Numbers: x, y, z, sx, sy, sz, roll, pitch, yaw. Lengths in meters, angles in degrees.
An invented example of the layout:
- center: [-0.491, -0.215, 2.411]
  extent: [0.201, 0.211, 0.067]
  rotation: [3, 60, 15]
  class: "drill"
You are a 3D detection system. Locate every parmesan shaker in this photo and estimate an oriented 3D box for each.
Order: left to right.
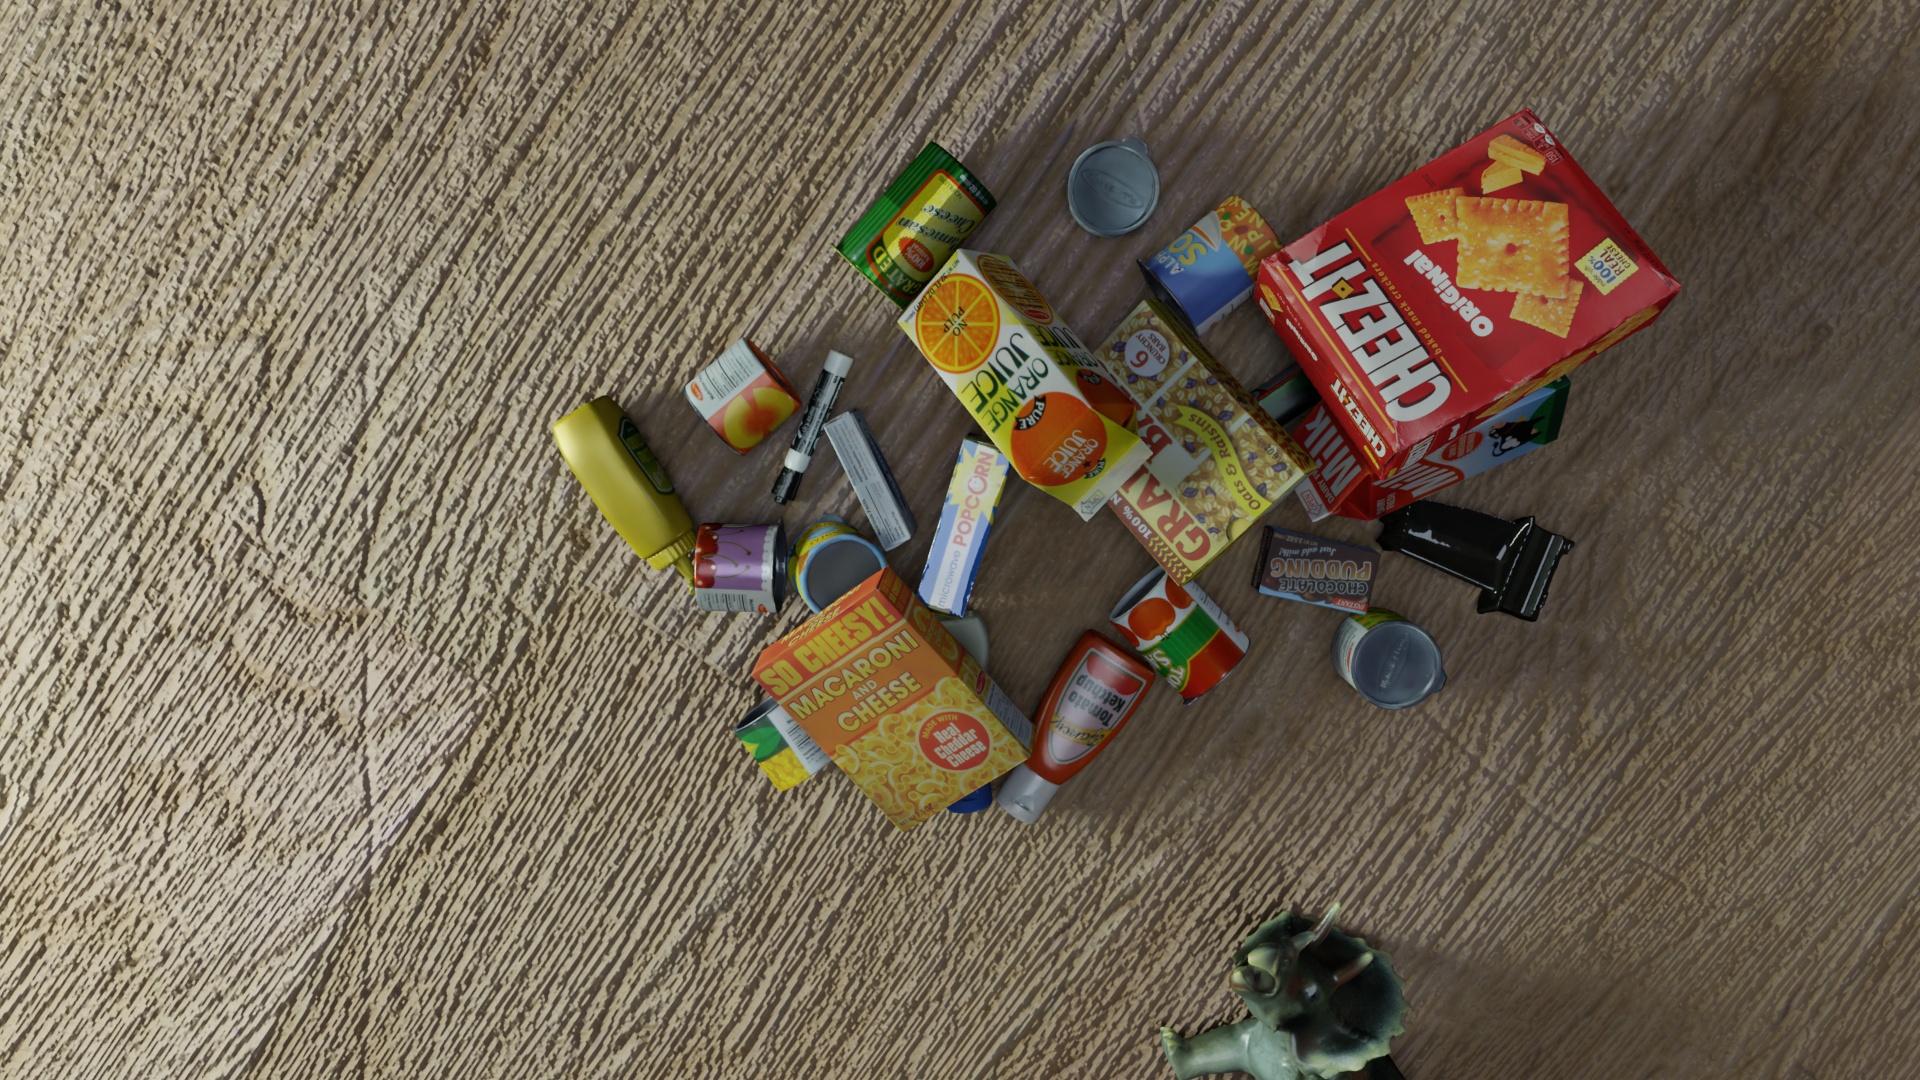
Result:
- center: [-0.033, -0.225, 0.987]
  extent: [0.071, 0.071, 0.103]
  rotation: [42, 96, -4]
  class: "parmesan shaker"

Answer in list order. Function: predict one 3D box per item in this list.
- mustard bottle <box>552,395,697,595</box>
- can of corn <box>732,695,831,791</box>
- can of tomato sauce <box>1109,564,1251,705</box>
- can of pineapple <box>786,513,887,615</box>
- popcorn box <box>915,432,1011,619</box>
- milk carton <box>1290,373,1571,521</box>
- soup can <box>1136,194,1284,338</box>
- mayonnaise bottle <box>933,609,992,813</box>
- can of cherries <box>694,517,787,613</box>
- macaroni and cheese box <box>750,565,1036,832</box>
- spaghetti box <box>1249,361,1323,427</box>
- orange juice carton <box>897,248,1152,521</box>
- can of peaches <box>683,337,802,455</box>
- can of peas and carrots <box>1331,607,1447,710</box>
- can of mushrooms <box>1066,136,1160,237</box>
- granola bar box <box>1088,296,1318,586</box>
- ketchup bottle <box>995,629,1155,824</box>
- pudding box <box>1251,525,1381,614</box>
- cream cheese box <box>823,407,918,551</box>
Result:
- center: [-0.234, -0.029, 1.018]
  extent: [0.049, 0.065, 0.160]
  rotation: [-31, 102, 10]
  class: "mustard bottle"
- center: [-0.127, 0.145, 1.036]
  extent: [0.071, 0.071, 0.058]
  rotation: [-35, 96, 5]
  class: "can of corn"
- center: [0.160, 0.067, 1.022]
  extent: [0.071, 0.071, 0.083]
  rotation: [-44, 94, 5]
  class: "can of tomato sauce"
- center: [-0.091, 0.021, 1.014]
  extent: [0.071, 0.058, 0.071]
  rotation: [-3, 101, -17]
  class: "can of pineapple"
- center: [0.004, -0.013, 1.004]
  extent: [0.038, 0.085, 0.126]
  rotation: [17, 97, 0]
  class: "popcorn box"
- center: [0.322, -0.078, 0.985]
  extent: [0.190, 0.073, 0.072]
  rotation: [-23, 58, 2]
  class: "milk carton"
- center: [0.180, -0.197, 0.990]
  extent: [0.084, 0.071, 0.071]
  rotation: [-38, 95, 4]
  class: "soup can"
- center: [-0.003, 0.129, 1.043]
  extent: [0.065, 0.041, 0.148]
  rotation: [-8, 97, 3]
  class: "mayonnaise bottle"
- center: [-0.161, 0.017, 1.021]
  extent: [0.058, 0.071, 0.071]
  rotation: [1, 97, 1]
  class: "can of cherries"
- center: [-0.047, 0.114, 0.985]
  extent: [0.123, 0.040, 0.166]
  rotation: [-35, 106, 22]
  class: "macaroni and cheese box"
- center: [0.281, -0.135, 1.005]
  extent: [0.250, 0.050, 0.028]
  rotation: [-34, 97, 4]
  class: "spaghetti box"
- center: [0.050, -0.108, 0.957]
  extent: [0.071, 0.073, 0.193]
  rotation: [-46, 71, 27]
  class: "orange juice carton"
- center: [-0.156, -0.104, 1.007]
  extent: [0.058, 0.071, 0.071]
  rotation: [-40, 95, 5]
  class: "can of peaches"
- center: [0.316, 0.087, 1.027]
  extent: [0.071, 0.059, 0.071]
  rotation: [0, 98, 0]
  class: "can of peas and carrots"
- center: [0.111, -0.254, 1.001]
  extent: [0.071, 0.033, 0.071]
  rotation: [0, 97, 1]
  class: "can of mushrooms"
- center: [0.148, -0.069, 0.979]
  extent: [0.166, 0.039, 0.123]
  rotation: [49, 118, 10]
  class: "granola bar box"
- center: [0.081, 0.143, 1.044]
  extent: [0.065, 0.043, 0.148]
  rotation: [33, 97, -4]
  class: "ketchup bottle"
- center: [0.264, 0.022, 1.034]
  extent: [0.084, 0.030, 0.049]
  rotation: [13, 98, -1]
  class: "pudding box"
- center: [-0.065, -0.046, 1.017]
  extent: [0.024, 0.053, 0.103]
  rotation: [-25, 96, 6]
  class: "cream cheese box"
